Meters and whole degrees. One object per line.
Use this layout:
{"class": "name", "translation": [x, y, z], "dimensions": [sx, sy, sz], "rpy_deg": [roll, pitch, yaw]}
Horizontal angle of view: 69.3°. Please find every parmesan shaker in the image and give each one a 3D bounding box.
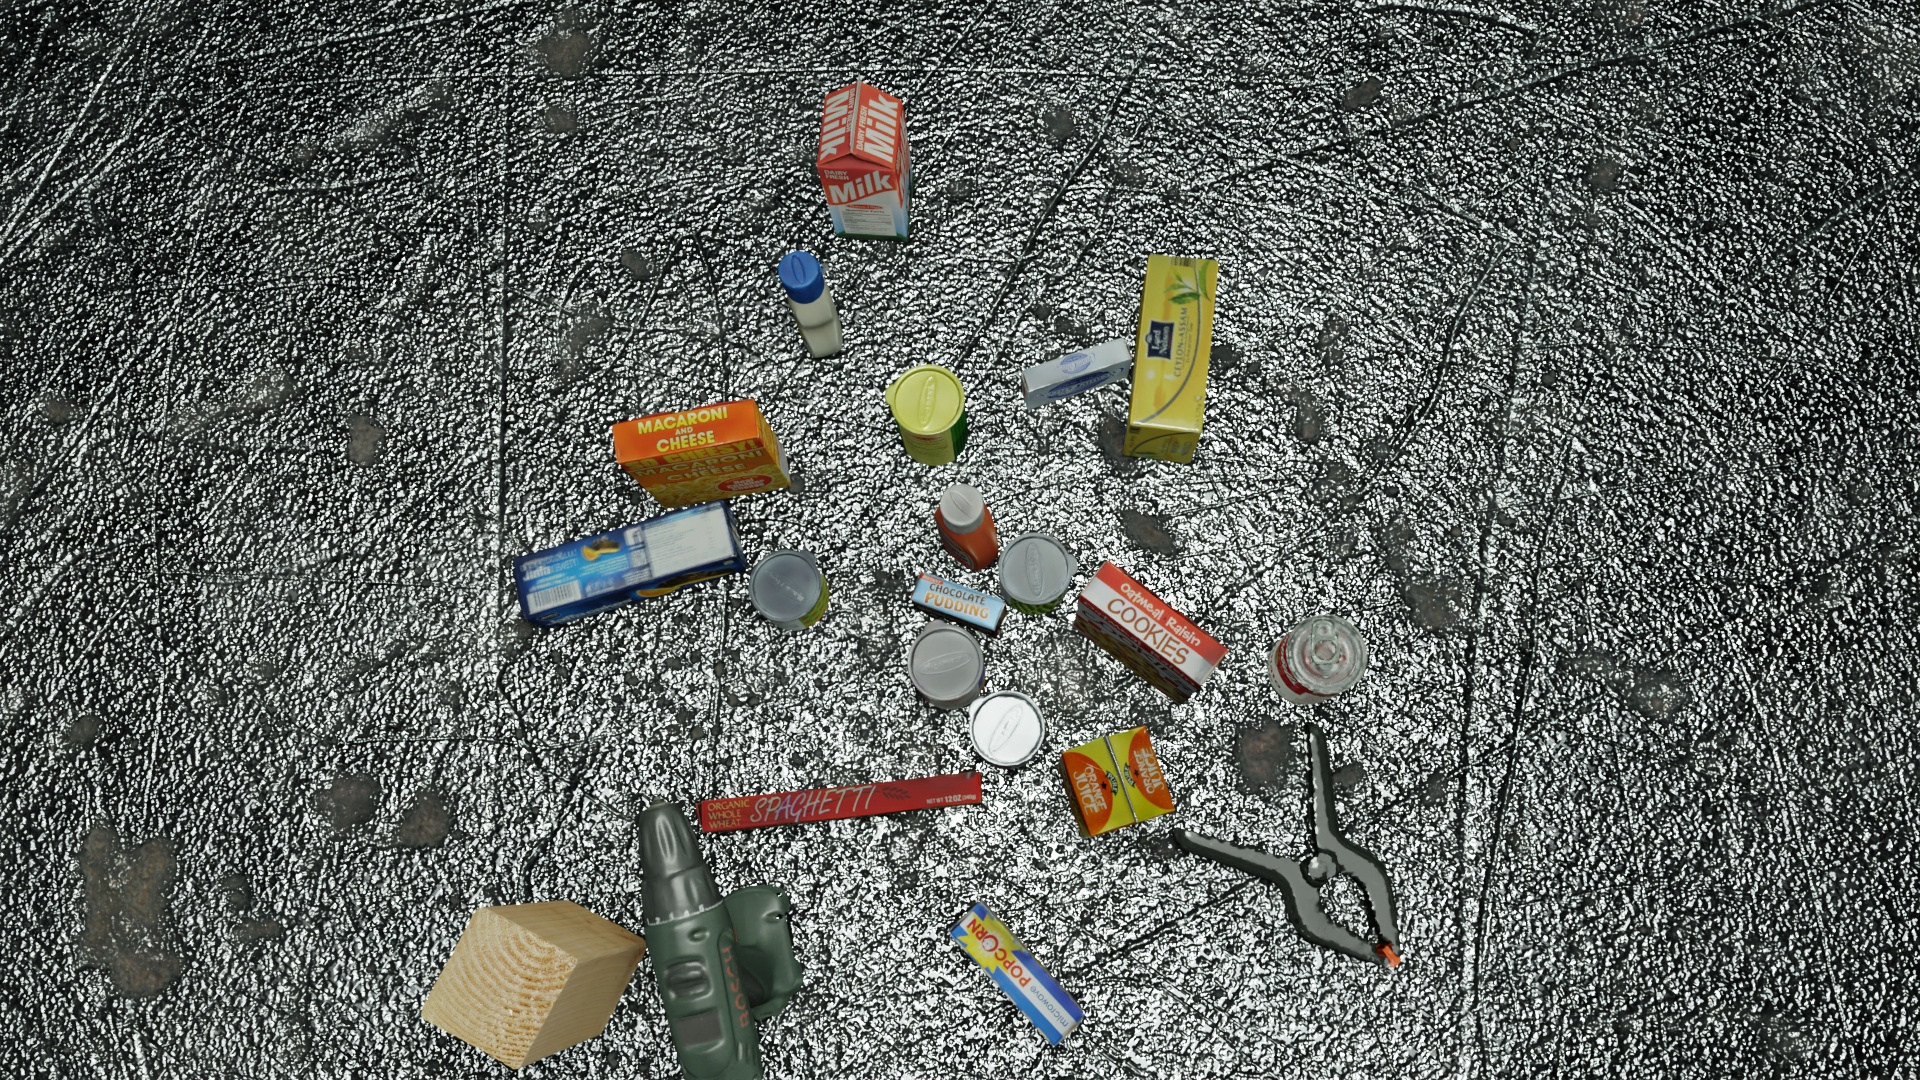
{"class": "parmesan shaker", "translation": [-0.030, -0.115, 1.279], "dimensions": [0.071, 0.103, 0.071], "rpy_deg": [0, 77, 2]}

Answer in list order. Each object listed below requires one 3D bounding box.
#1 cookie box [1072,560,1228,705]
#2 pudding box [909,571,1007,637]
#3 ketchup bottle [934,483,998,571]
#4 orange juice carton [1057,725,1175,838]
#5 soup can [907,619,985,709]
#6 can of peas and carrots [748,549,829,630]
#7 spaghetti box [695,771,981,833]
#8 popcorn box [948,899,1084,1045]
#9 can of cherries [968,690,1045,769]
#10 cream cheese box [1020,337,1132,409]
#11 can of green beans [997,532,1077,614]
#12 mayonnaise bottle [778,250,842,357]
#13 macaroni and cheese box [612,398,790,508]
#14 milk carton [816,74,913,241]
{"class": "cookie box", "translation": [0.159, 0.082, 1.193], "dimensions": [0.123, 0.167, 0.040], "rpy_deg": [37, 81, 10]}
{"class": "pudding box", "translation": [-0.001, 0.058, 1.265], "dimensions": [0.084, 0.049, 0.030], "rpy_deg": [20, 79, 7]}
{"class": "ketchup bottle", "translation": [0.004, -0.015, 1.231], "dimensions": [0.043, 0.148, 0.065], "rpy_deg": [-42, 79, -7]}
{"class": "orange juice carton", "translation": [0.127, 0.202, 1.153], "dimensions": [0.073, 0.192, 0.072], "rpy_deg": [-18, 77, -2]}
{"class": "soup can", "translation": [-0.012, 0.111, 1.236], "dimensions": [0.071, 0.083, 0.071], "rpy_deg": [0, 77, 2]}
{"class": "can of peas and carrots", "translation": [-0.154, 0.044, 1.270], "dimensions": [0.071, 0.058, 0.071], "rpy_deg": [0, 77, 2]}
{"class": "spaghetti box", "translation": [-0.105, 0.232, 1.228], "dimensions": [0.250, 0.050, 0.029], "rpy_deg": [-7, 77, 1]}
{"class": "popcorn box", "translation": [0.047, 0.363, 1.174], "dimensions": [0.038, 0.085, 0.127], "rpy_deg": [-43, 79, -7]}
{"class": "can of cherries", "translation": [0.040, 0.167, 1.234], "dimensions": [0.071, 0.058, 0.071], "rpy_deg": [0, 77, 2]}
{"class": "cream cheese box", "translation": [0.108, -0.157, 1.310], "dimensions": [0.104, 0.053, 0.024], "rpy_deg": [-18, 77, -2]}
{"class": "can of green beans", "translation": [0.067, 0.031, 1.265], "dimensions": [0.071, 0.057, 0.071], "rpy_deg": [0, 77, 2]}
{"class": "mayonnaise bottle", "translation": [-0.139, -0.222, 1.286], "dimensions": [0.041, 0.148, 0.065], "rpy_deg": [-18, 77, -2]}
{"class": "macaroni and cheese box", "translation": [-0.228, -0.076, 1.246], "dimensions": [0.124, 0.166, 0.040], "rpy_deg": [-10, 77, 0]}
{"class": "milk carton", "translation": [-0.088, -0.352, 1.293], "dimensions": [0.073, 0.190, 0.072], "rpy_deg": [4, 78, 3]}
